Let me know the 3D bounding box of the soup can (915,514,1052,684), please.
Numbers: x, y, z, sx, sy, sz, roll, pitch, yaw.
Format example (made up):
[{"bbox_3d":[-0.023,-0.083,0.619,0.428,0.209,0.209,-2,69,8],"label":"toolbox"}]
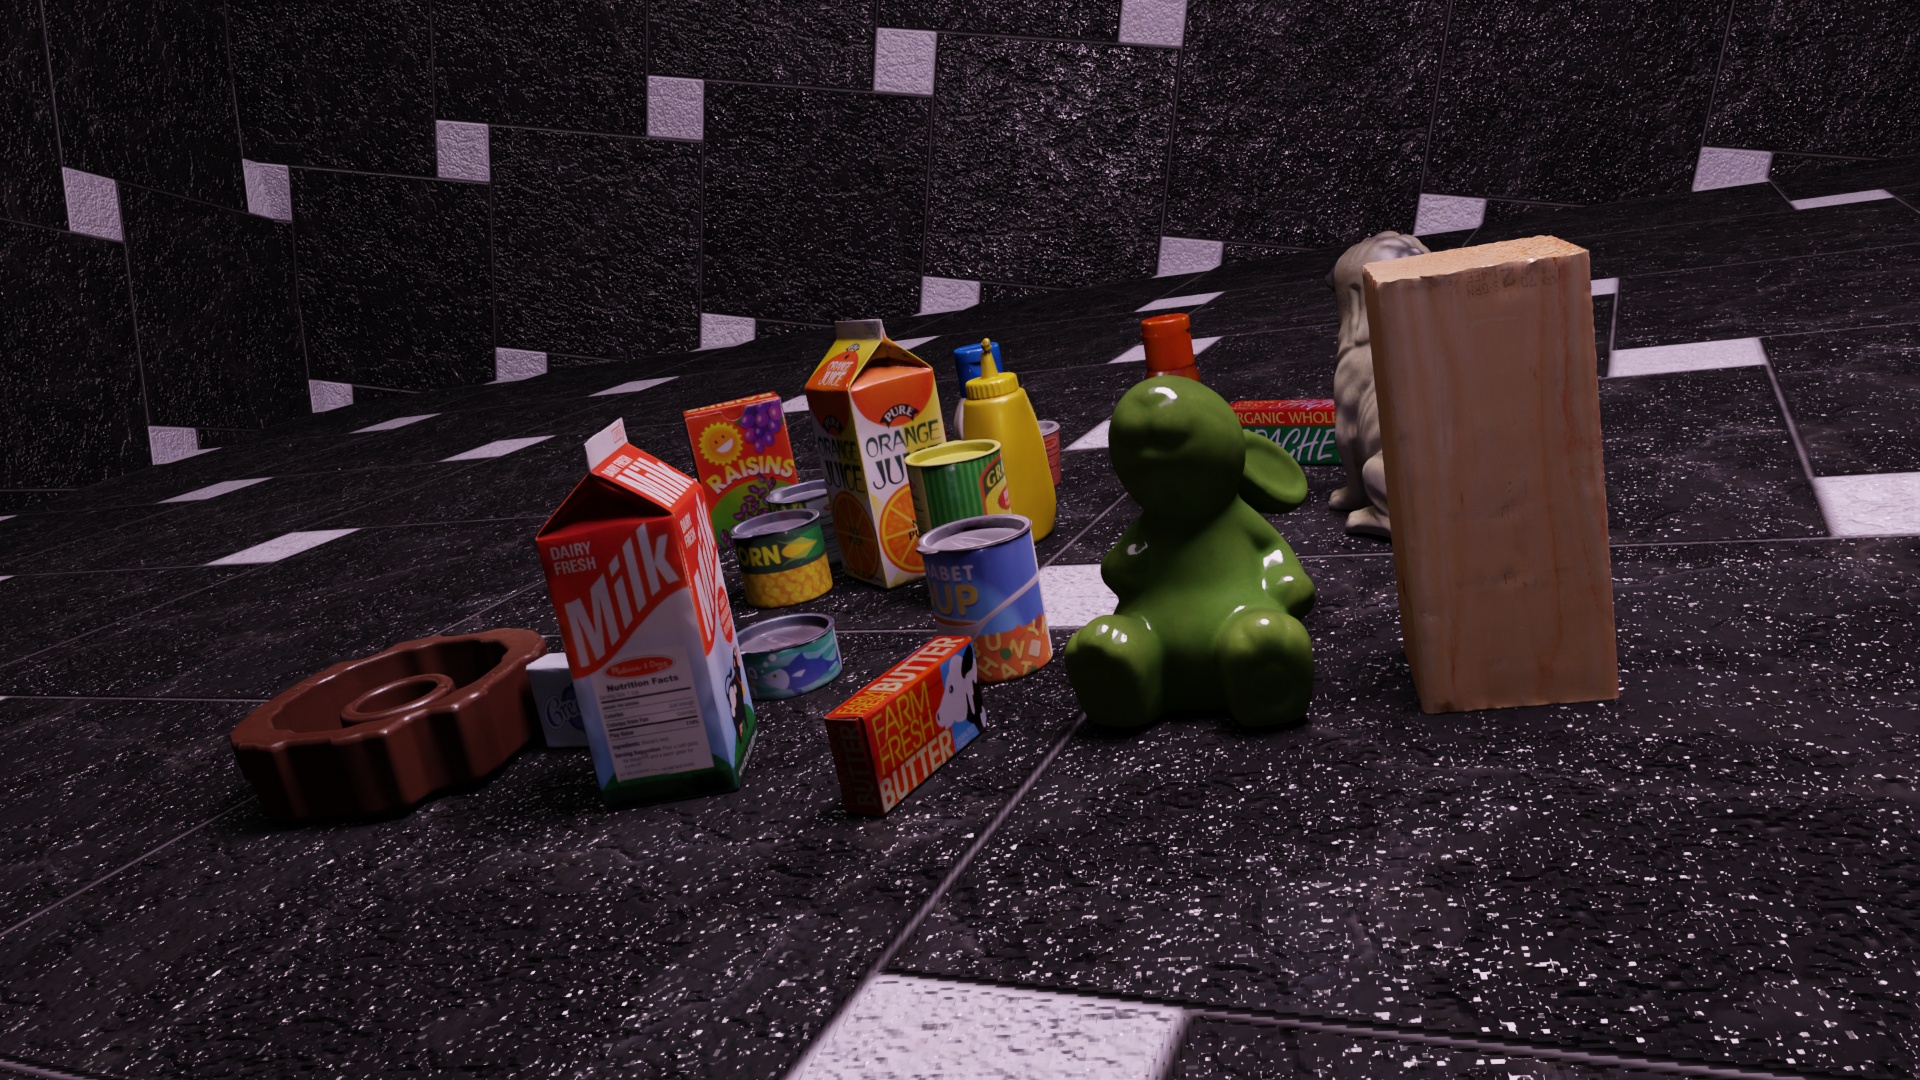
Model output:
[{"bbox_3d":[0.013,0.034,0.811,0.071,0.083,0.071,-10,15,3],"label":"soup can"}]

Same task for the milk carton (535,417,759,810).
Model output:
[{"bbox_3d":[-0.164,0.035,0.723,0.073,0.190,0.072,-10,15,3],"label":"milk carton"}]

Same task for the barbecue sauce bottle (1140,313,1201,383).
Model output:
[{"bbox_3d":[0.167,-0.098,1.069,0.043,0.148,0.065,-6,15,19],"label":"barbecue sauce bottle"}]

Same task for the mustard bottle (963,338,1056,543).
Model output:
[{"bbox_3d":[0.032,-0.075,1.054,0.049,0.159,0.065,2,19,40],"label":"mustard bottle"}]

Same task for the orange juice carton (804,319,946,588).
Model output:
[{"bbox_3d":[-0.058,-0.068,1.025,0.073,0.192,0.072,-19,17,-29],"label":"orange juice carton"}]

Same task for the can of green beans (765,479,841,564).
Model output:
[{"bbox_3d":[-0.119,-0.013,1.126,0.071,0.057,0.071,-10,15,3],"label":"can of green beans"}]

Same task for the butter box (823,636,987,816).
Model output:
[{"bbox_3d":[-0.024,0.090,0.691,0.024,0.053,0.104,-1,18,33],"label":"butter box"}]

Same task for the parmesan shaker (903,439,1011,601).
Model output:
[{"bbox_3d":[0.003,-0.012,0.950,0.071,0.102,0.071,-10,15,3],"label":"parmesan shaker"}]

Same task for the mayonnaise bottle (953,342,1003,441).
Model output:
[{"bbox_3d":[0.024,-0.082,1.105,0.065,0.147,0.041,-11,14,-1],"label":"mayonnaise bottle"}]

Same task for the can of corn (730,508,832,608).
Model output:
[{"bbox_3d":[-0.134,0.014,1.034,0.071,0.058,0.071,-10,15,3],"label":"can of corn"}]

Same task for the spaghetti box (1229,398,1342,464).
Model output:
[{"bbox_3d":[0.322,-0.087,1.113,0.250,0.050,0.029,4,20,42],"label":"spaghetti box"}]

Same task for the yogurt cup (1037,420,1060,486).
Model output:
[{"bbox_3d":[0.058,-0.073,1.233,0.072,0.053,0.072,-10,15,3],"label":"yogurt cup"}]

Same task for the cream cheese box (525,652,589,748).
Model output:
[{"bbox_3d":[-0.198,0.091,0.804,0.104,0.053,0.024,-5,16,20],"label":"cream cheese box"}]

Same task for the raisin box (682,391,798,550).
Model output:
[{"bbox_3d":[-0.190,-0.062,1.225,0.086,0.123,0.040,-13,15,-11],"label":"raisin box"}]

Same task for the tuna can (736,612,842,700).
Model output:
[{"bbox_3d":[-0.109,0.072,0.855,0.071,0.032,0.071,-10,15,3],"label":"tuna can"}]
